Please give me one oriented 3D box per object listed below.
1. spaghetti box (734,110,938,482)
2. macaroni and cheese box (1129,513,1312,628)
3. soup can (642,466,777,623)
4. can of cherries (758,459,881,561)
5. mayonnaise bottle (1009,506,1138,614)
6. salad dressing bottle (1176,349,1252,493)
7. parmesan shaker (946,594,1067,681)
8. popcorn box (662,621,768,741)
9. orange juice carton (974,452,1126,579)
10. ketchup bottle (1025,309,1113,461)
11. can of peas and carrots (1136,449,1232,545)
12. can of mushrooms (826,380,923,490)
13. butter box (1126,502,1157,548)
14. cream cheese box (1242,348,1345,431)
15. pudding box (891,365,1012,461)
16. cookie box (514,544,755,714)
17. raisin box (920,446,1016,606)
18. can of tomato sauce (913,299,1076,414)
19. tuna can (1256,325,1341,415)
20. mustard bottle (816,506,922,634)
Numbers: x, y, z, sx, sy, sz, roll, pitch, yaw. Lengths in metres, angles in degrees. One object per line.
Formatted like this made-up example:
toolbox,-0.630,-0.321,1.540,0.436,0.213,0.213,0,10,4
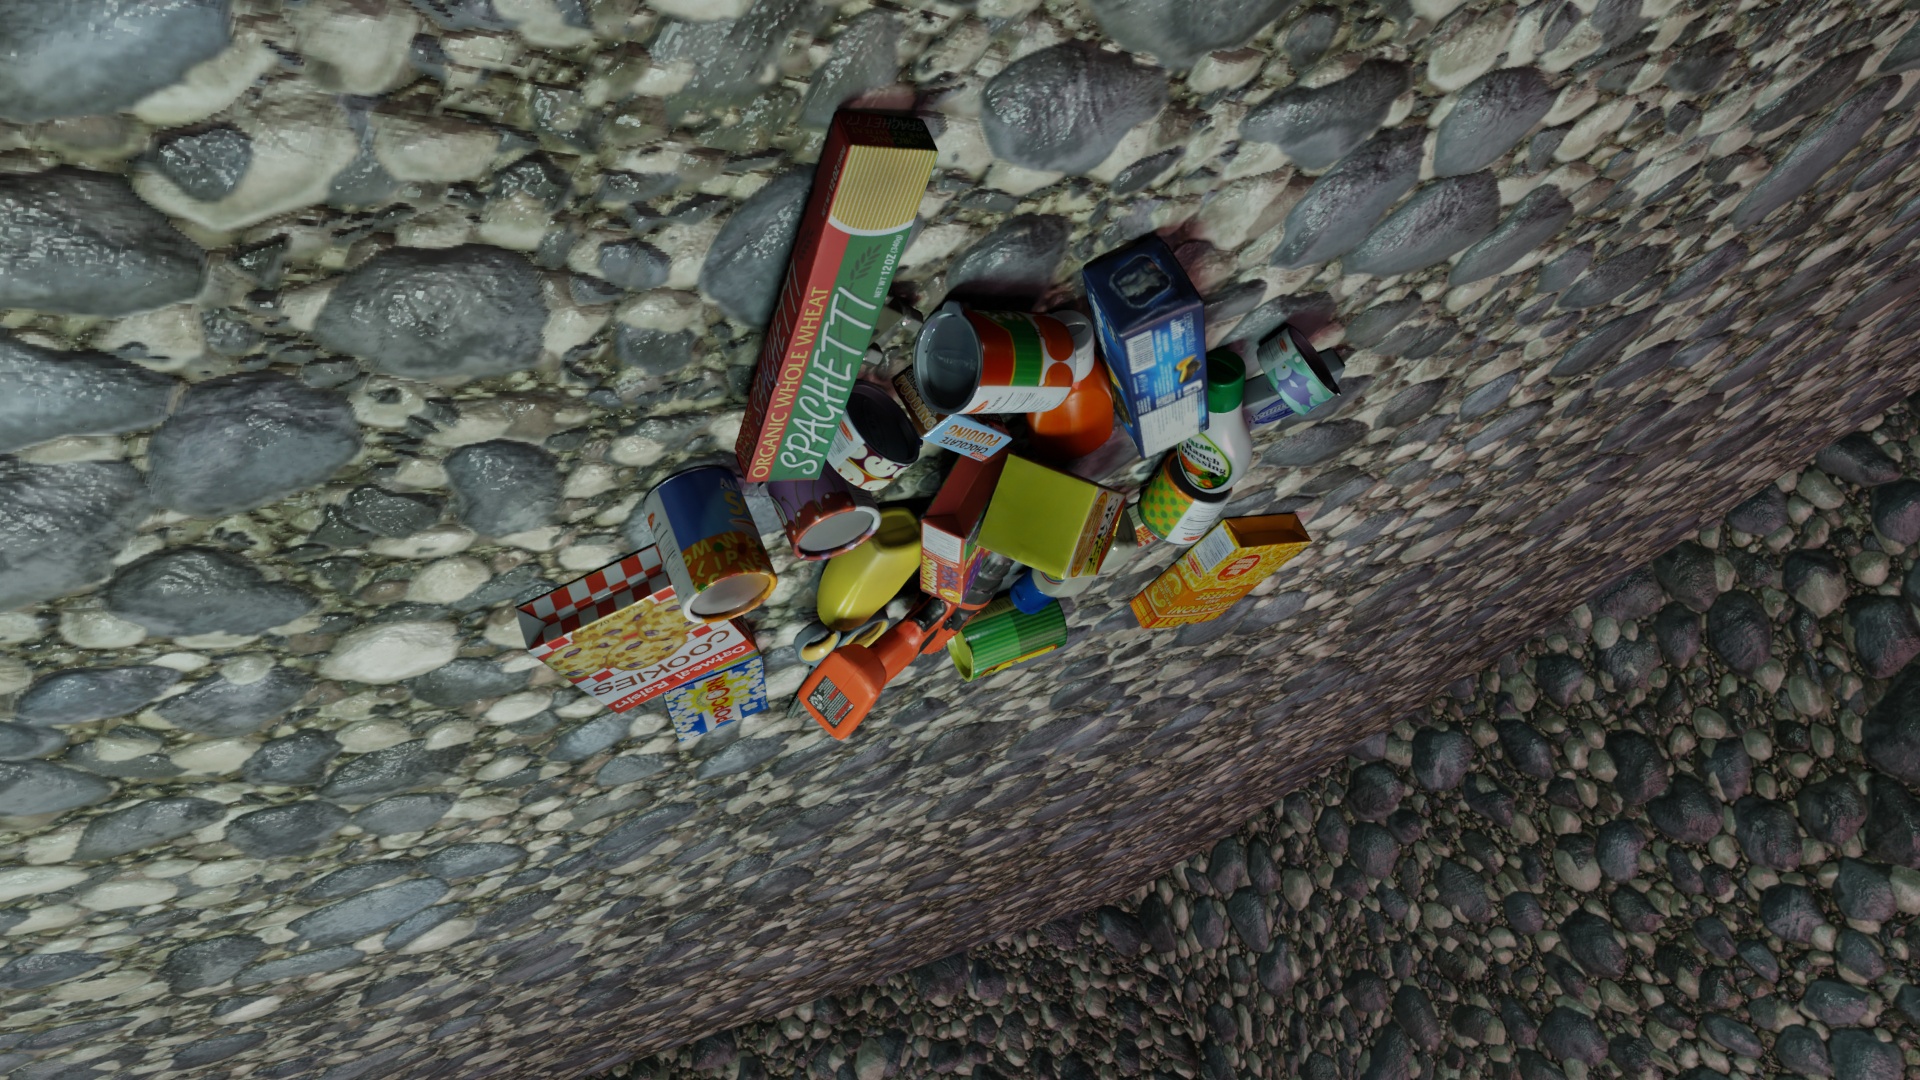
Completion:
spaghetti box,-0.075,-0.123,0.768,0.050,0.029,0.248,-4,142,-27
macaroni and cheese box,0.281,0.035,1.506,0.124,0.040,0.165,-4,149,-40
soup can,-0.163,0.002,0.921,0.071,0.084,0.071,-22,157,-10
can of cherries,-0.097,-0.026,0.961,0.071,0.058,0.071,-22,157,-10
mayonnaise bottle,0.099,0.018,1.259,0.041,0.065,0.147,-2,151,-38
salad dressing bottle,0.209,-0.096,1.131,0.044,0.064,0.147,-47,154,-20
parmesan shaker,0.045,0.089,1.338,0.103,0.071,0.071,-18,156,-17
popcorn box,-0.212,0.121,1.185,0.085,0.038,0.126,-21,156,-14
orange juice carton,0.077,-0.017,1.075,0.193,0.072,0.073,1,110,-75
ketchup bottle,0.077,-0.108,0.983,0.065,0.043,0.148,-20,157,-3
can of peas and carrots,0.196,-0.040,1.224,0.071,0.071,0.058,-11,148,-32
can of mushrooms,-0.059,-0.067,0.901,0.033,0.071,0.071,-38,154,28
butter box,0.187,-0.025,1.300,0.103,0.024,0.053,-31,156,11
cream cheese box,0.271,-0.123,1.176,0.104,0.024,0.053,-22,156,-10
pudding box,-0.005,-0.087,0.938,0.030,0.050,0.084,-37,155,21
cookie box,-0.238,0.067,1.041,0.123,0.040,0.167,-25,156,-1
raisin box,0.004,-0.013,1.064,0.086,0.040,0.123,-61,169,-24
can of tomato sauce,0.023,-0.116,0.886,0.083,0.071,0.071,-5,150,-40
tuna can,0.267,-0.132,1.096,0.032,0.071,0.071,-35,155,25
mustard bottle,-0.082,0.033,1.116,0.065,0.049,0.159,-14,156,-36
